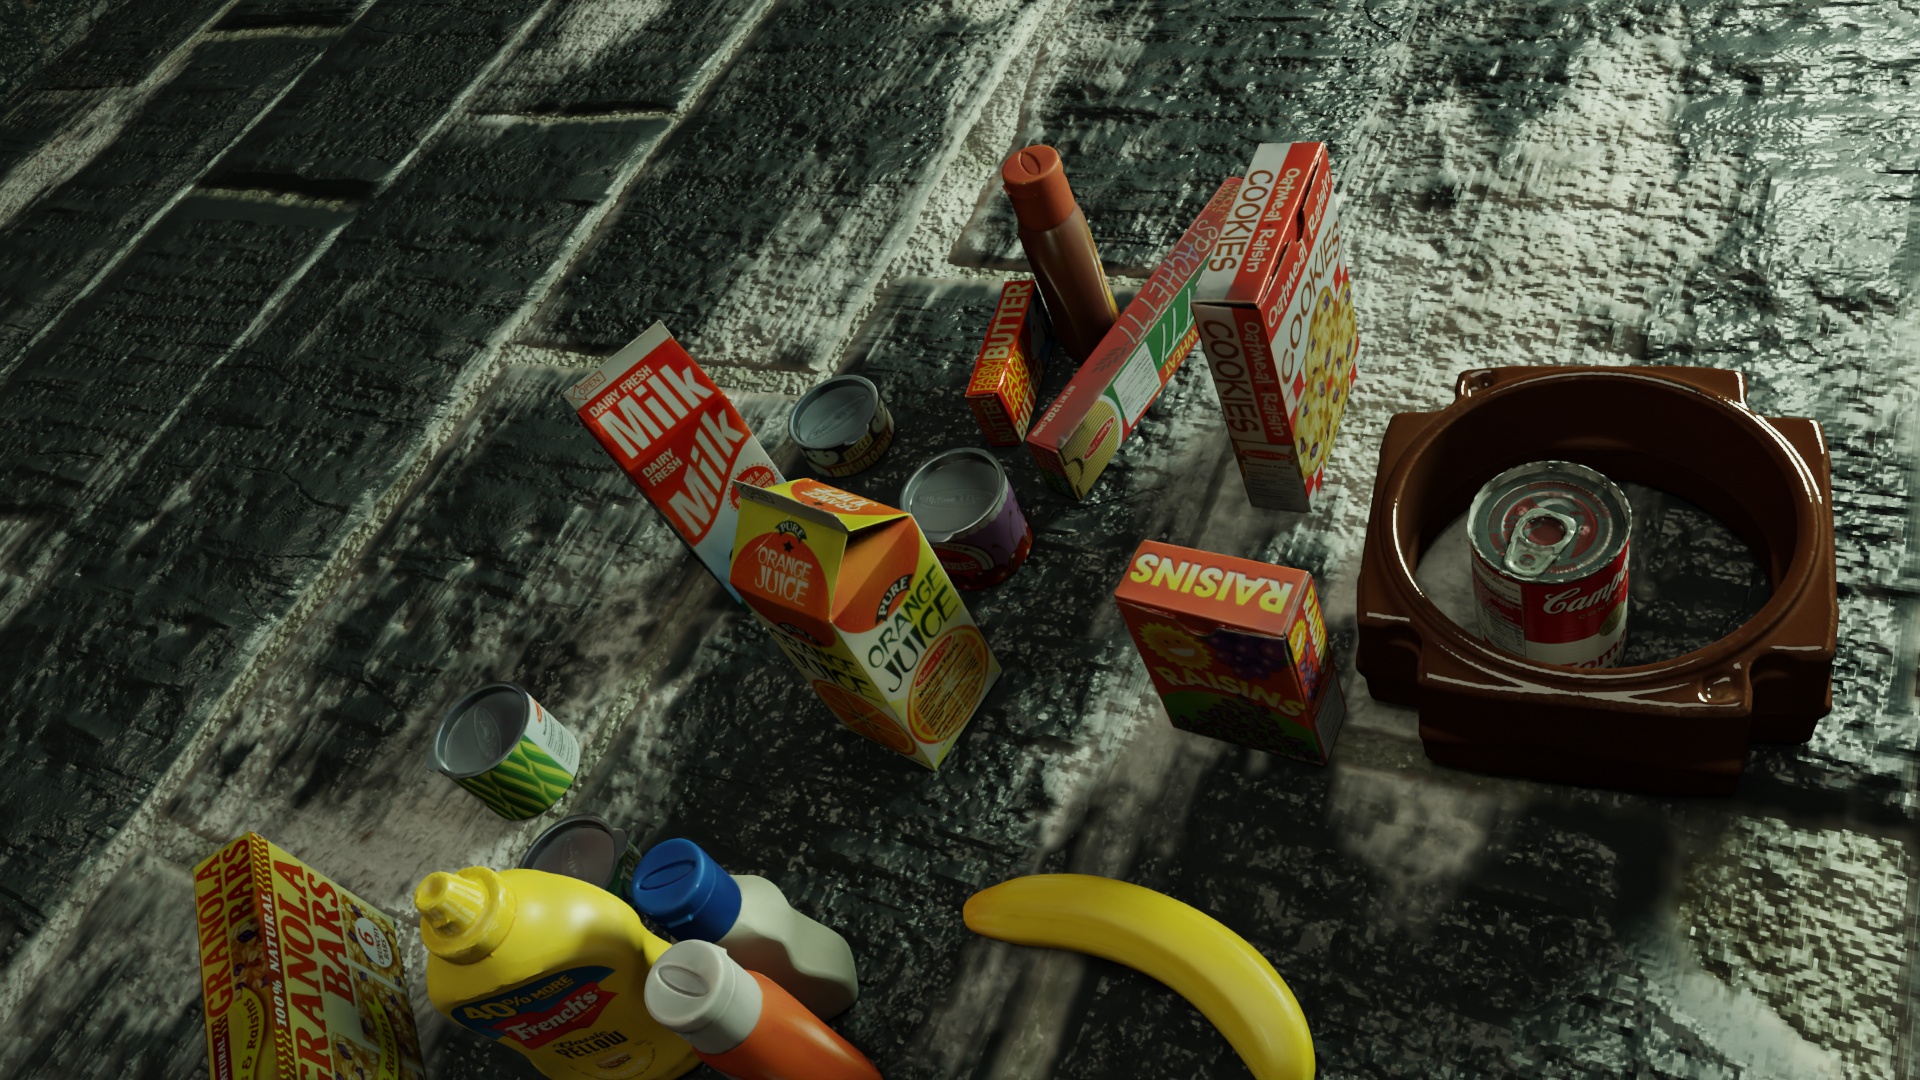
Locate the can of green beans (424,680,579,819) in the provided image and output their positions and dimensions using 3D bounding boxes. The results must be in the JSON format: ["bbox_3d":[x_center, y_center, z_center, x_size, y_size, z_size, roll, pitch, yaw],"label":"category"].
[{"bbox_3d":[-0.275,0.128,0.844,0.071,0.057,0.071,-12,49,15],"label":"can of green beans"}]

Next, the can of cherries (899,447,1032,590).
[{"bbox_3d":[0.003,-0.010,0.833,0.071,0.058,0.072,-12,49,15],"label":"can of cherries"}]

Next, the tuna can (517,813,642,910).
[{"bbox_3d":[-0.211,0.190,0.782,0.071,0.032,0.071,-12,49,15],"label":"tuna can"}]

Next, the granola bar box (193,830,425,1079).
[{"bbox_3d":[-0.339,0.249,0.728,0.039,0.123,0.166,-33,47,-4],"label":"granola bar box"}]

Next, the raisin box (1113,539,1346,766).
[{"bbox_3d":[0.133,0.056,0.676,0.086,0.123,0.040,13,60,32],"label":"raisin box"}]

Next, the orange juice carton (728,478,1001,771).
[{"bbox_3d":[-0.053,0.035,0.729,0.072,0.192,0.073,19,63,35],"label":"orange juice carton"}]

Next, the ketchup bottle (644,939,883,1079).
[{"bbox_3d":[-0.089,0.223,0.621,0.065,0.148,0.044,10,58,31],"label":"ketchup bottle"}]

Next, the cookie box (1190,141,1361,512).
[{"bbox_3d":[0.180,-0.114,0.765,0.040,0.166,0.123,8,57,29],"label":"cookie box"}]

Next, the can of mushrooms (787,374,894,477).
[{"bbox_3d":[-0.079,-0.076,0.940,0.071,0.033,0.071,-12,49,15],"label":"can of mushrooms"}]

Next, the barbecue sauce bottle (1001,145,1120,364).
[{"bbox_3d":[0.065,-0.181,0.884,0.043,0.148,0.065,-26,47,3],"label":"barbecue sauce bottle"}]

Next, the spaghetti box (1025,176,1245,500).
[{"bbox_3d":[0.127,-0.134,0.884,0.029,0.050,0.251,22,64,36],"label":"spaghetti box"}]

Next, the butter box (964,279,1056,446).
[{"bbox_3d":[0.034,-0.116,0.909,0.024,0.053,0.104,1,54,25],"label":"butter box"}]

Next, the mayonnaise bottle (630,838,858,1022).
[{"bbox_3d":[-0.103,0.188,0.656,0.065,0.147,0.041,-22,47,7],"label":"mayonnaise bottle"}]

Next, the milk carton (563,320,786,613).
[{"bbox_3d":[-0.163,-0.047,0.847,0.072,0.189,0.073,-41,48,-11],"label":"milk carton"}]
